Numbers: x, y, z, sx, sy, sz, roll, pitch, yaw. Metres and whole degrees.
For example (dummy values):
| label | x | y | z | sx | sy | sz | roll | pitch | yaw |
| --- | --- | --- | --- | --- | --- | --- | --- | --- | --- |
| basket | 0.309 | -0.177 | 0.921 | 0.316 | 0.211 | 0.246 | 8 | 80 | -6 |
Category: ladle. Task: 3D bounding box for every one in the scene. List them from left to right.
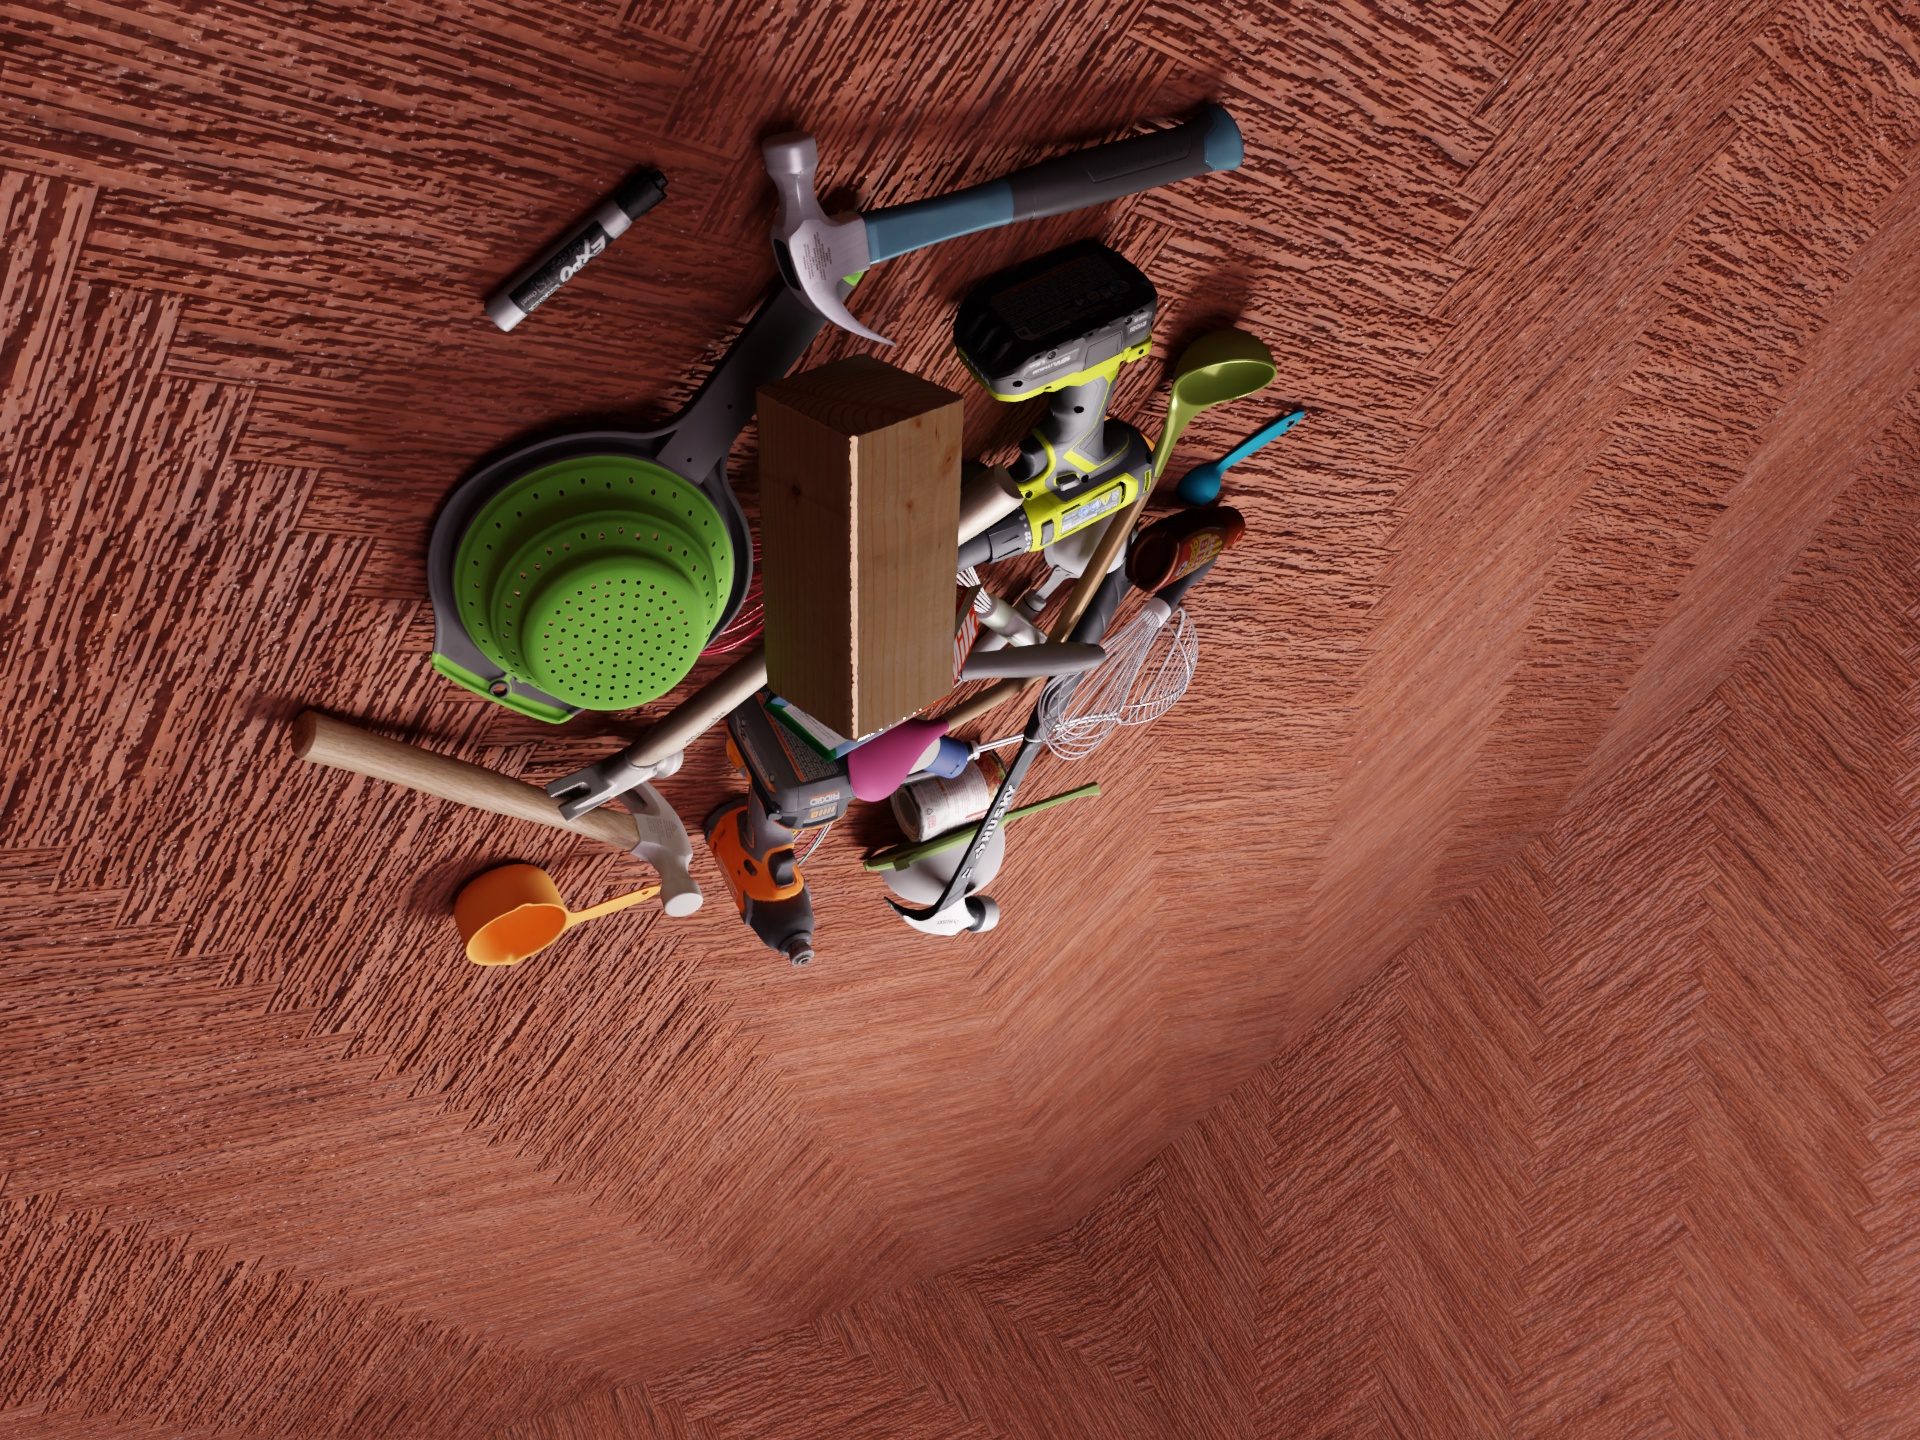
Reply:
| label | x | y | z | sx | sy | sz | roll | pitch | yaw |
| --- | --- | --- | --- | --- | --- | --- | --- | --- | --- |
| ladle | 0.146 | -0.168 | 1.265 | 0.078 | 0.062 | 0.320 | 3 | 127 | -40 |

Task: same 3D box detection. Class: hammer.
| label | x | y | z | sx | sy | sz | roll | pitch | yaw |
| --- | --- | --- | --- | --- | --- | --- | --- | --- | --- |
| hammer | -0.330 | 0.053 | 1.164 | 0.031 | 0.130 | 0.331 | -42 | 140 | 21 |
| hammer | -0.125 | -0.052 | 1.127 | 0.410 | 0.038 | 0.146 | -34 | 179 | 26 |
| hammer | 0.038 | -0.318 | 0.958 | 0.331 | 0.033 | 0.128 | -23 | 127 | -24 |
| hammer | 0.058 | 0.026 | 1.448 | 0.149 | 0.036 | 0.409 | 4 | 118 | -50 |

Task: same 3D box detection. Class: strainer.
| label | x | y | z | sx | sy | sz | roll | pitch | yaw |
| --- | --- | --- | --- | --- | --- | --- | --- | --- | --- |
| strainer | 0.034 | 0.130 | 1.615 | 0.256 | 0.069 | 0.151 | -18 | 180 | -17 |
| strainer | 0.071 | -0.107 | 1.367 | 0.086 | 0.050 | 0.258 | 21 | 128 | -38 |

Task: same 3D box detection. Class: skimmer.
| label | x | y | z | sx | sy | sz | roll | pitch | yaw |
| --- | --- | --- | --- | --- | --- | --- | --- | --- | --- |
| skimmer | 0.062 | -0.014 | 1.523 | 0.363 | 0.090 | 0.127 | -17 | 154 | -7 |

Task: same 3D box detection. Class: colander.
| label | x | y | z | sx | sy | sz | roll | pitch | yaw |
| --- | --- | --- | --- | --- | --- | --- | --- | --- | --- |
| colander | -0.170 | -0.133 | 0.968 | 0.204 | 0.095 | 0.397 | 29 | 110 | -38 |

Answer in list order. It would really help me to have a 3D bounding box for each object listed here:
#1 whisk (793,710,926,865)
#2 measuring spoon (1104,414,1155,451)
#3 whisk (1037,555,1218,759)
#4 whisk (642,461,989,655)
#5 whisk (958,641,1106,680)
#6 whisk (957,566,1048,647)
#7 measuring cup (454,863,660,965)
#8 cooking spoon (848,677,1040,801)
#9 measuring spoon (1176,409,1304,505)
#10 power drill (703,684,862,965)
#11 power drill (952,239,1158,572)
| label | x | y | z | sx | sy | sz | roll | pitch | yaw |
| --- | --- | --- | --- | --- | --- | --- | --- | --- | --- |
| whisk | -0.103 | 0.051 | 1.448 | 0.245 | 0.051 | 0.047 | -45 | 144 | 18 |
| measuring spoon | 0.130 | -0.224 | 1.259 | 0.021 | 0.011 | 0.116 | -42 | 151 | 19 |
| whisk | 0.154 | -0.073 | 1.389 | 0.285 | 0.070 | 0.070 | -49 | 163 | -29 |
| whisk | -0.100 | -0.122 | 1.150 | 0.296 | 0.073 | 0.073 | -28 | 153 | -20 |
| whisk | 0.002 | -0.045 | 1.311 | 0.239 | 0.055 | 0.055 | -5 | 149 | -4 |
| whisk | 0.018 | -0.095 | 1.288 | 0.246 | 0.059 | 0.058 | 32 | 87 | -53 |
| measuring cup | -0.344 | 0.150 | 1.355 | 0.173 | 0.052 | 0.095 | -16 | 149 | -32 |
| cooking spoon | -0.002 | -0.004 | 1.368 | 0.017 | 0.068 | 0.319 | 1 | -162 | 32 |
| measuring spoon | 0.244 | -0.223 | 1.365 | 0.128 | 0.021 | 0.042 | -34 | 153 | 8 |
| power drill | -0.150 | 0.094 | 1.339 | 0.084 | 0.164 | 0.226 | -14 | 146 | -28 |
| power drill | 0.053 | -0.205 | 1.120 | 0.190 | 0.080 | 0.228 | -28 | 151 | -17 |
